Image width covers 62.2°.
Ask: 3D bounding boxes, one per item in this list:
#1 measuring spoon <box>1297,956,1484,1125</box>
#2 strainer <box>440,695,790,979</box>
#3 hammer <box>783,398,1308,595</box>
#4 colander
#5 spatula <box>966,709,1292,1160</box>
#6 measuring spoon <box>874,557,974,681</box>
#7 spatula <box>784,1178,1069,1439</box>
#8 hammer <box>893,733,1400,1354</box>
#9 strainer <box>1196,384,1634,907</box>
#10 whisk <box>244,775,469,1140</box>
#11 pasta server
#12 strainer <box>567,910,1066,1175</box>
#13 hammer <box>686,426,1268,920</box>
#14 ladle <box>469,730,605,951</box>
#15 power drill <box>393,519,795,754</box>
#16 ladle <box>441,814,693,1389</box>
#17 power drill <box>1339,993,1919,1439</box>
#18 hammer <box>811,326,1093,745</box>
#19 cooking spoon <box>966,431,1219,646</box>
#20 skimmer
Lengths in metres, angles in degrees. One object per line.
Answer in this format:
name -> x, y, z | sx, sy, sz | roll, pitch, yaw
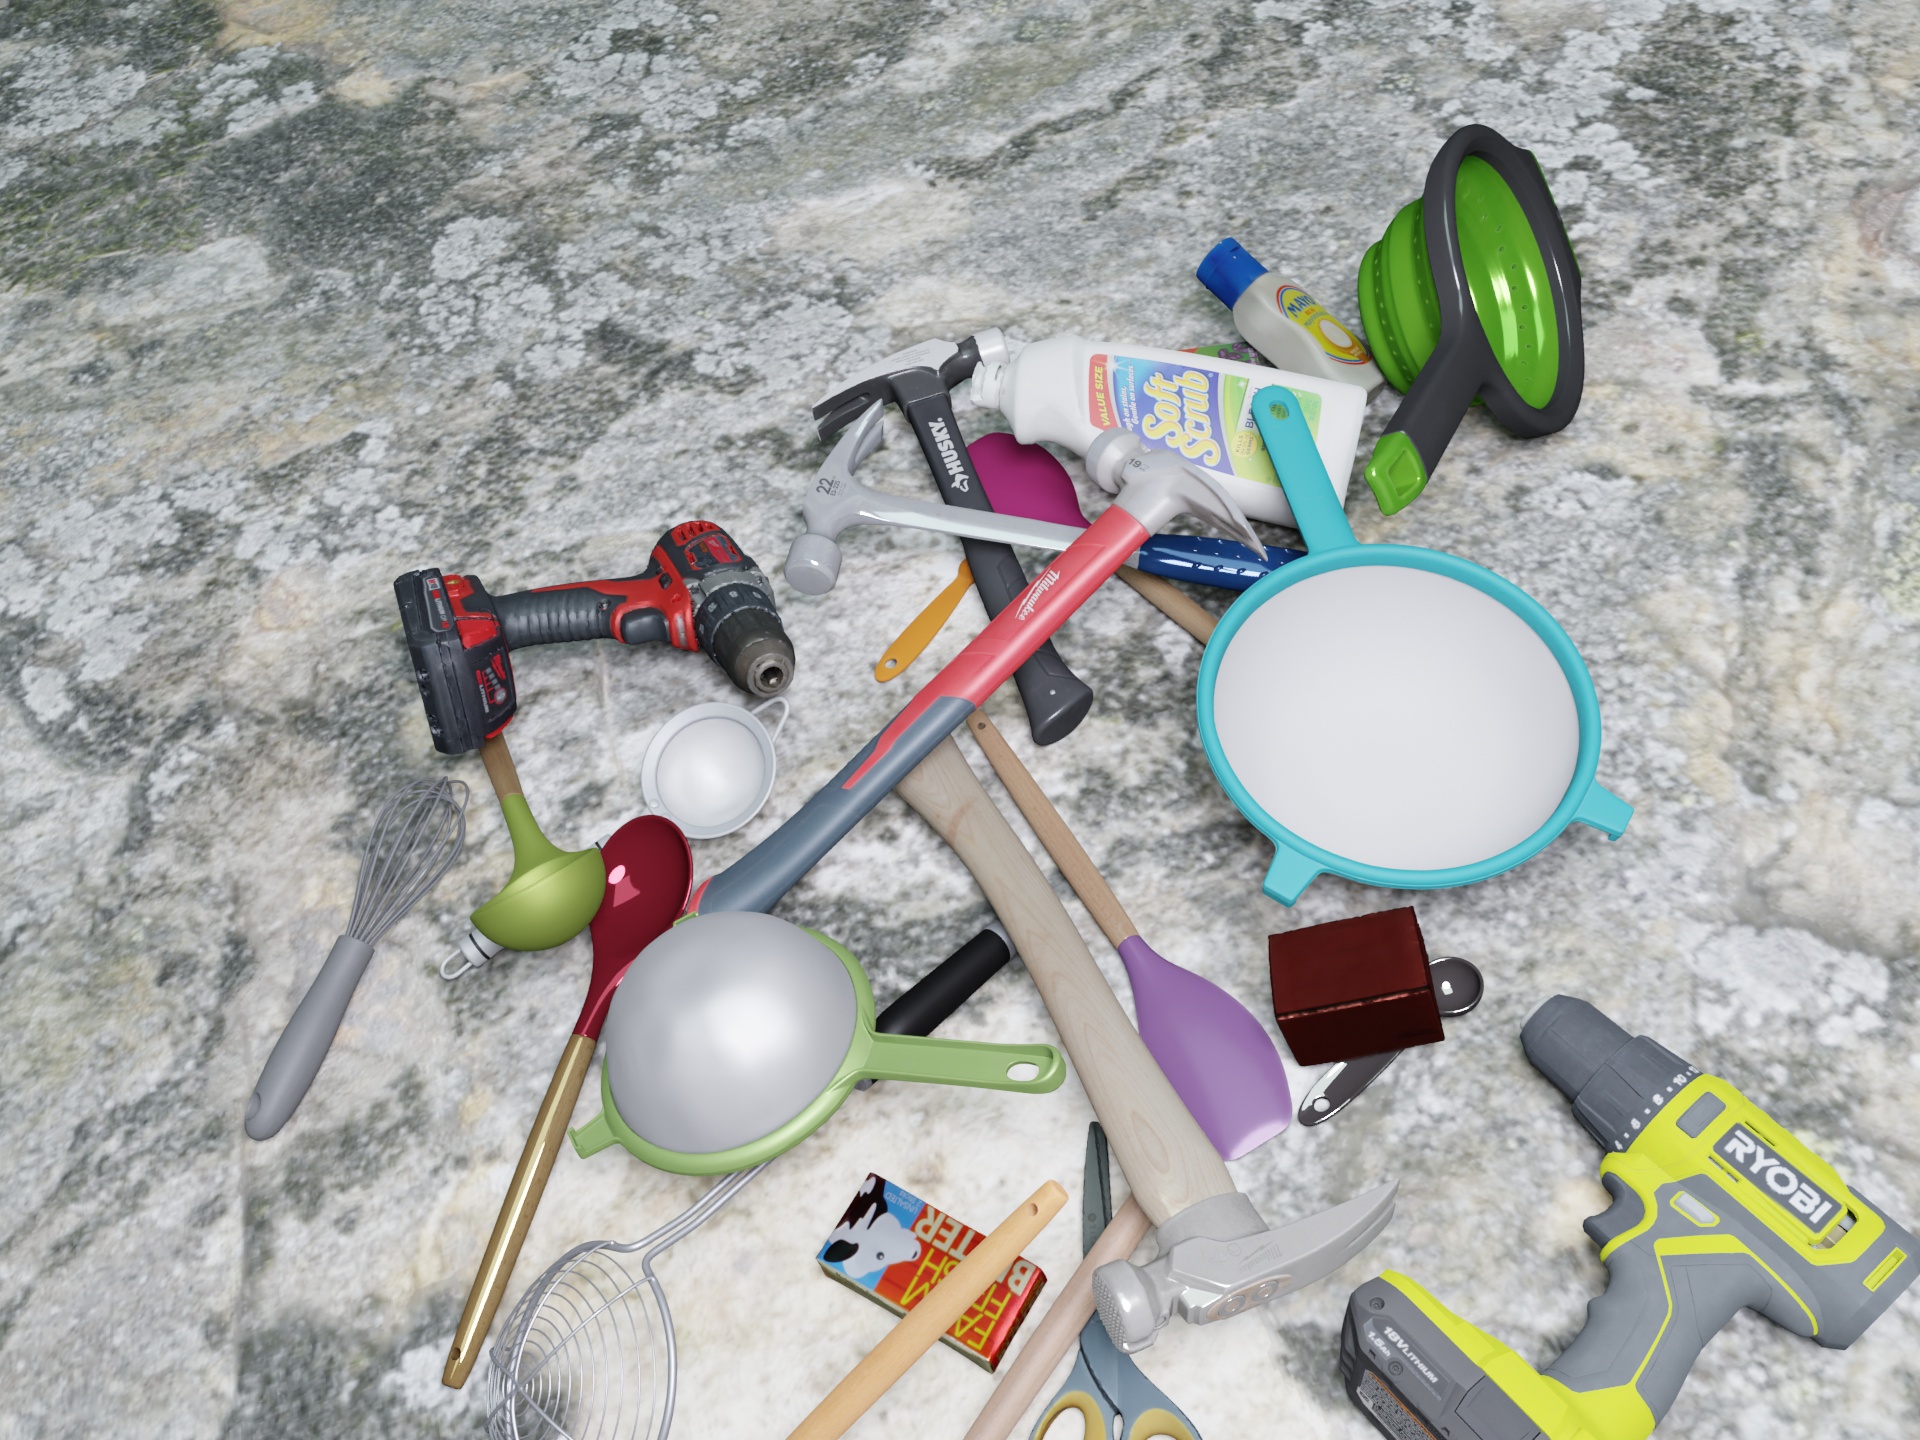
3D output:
measuring spoon -> 0.222, 0.170, 0.824 | 0.124, 0.018, 0.034 | -39, 44, -10
strainer -> -0.204, 0.073, 0.958 | 0.258, 0.050, 0.087 | -37, 68, -10
hammer -> 0.103, -0.113, 0.997 | 0.405, 0.035, 0.144 | 10, 58, 6
colander -> 0.291, -0.231, 1.001 | 0.094, 0.204, 0.397 | -12, 28, 41
spatula -> 0.083, 0.104, 0.893 | 0.060, 0.018, 0.316 | -32, 55, -5
measuring spoon -> -0.020, -0.069, 1.044 | 0.021, 0.011, 0.117 | 26, 62, 26
spatula -> -0.070, 0.321, 0.711 | 0.322, 0.041, 0.081 | -46, 56, 4
hammer -> 0.060, 0.124, 0.836 | 0.146, 0.038, 0.411 | -17, 43, -15
strainer -> 0.222, -0.041, 0.915 | 0.211, 0.095, 0.341 | -11, 58, -2
whisk -> -0.355, 0.134, 0.939 | 0.055, 0.055, 0.239 | 11, 61, 18
pasta server -> 0.020, 0.312, 0.726 | 0.060, 0.040, 0.316 | 28, 68, 29
strainer -> -0.075, 0.147, 0.781 | 0.256, 0.069, 0.152 | 0, 45, 25
hammer -> -0.001, -0.003, 0.900 | 0.386, 0.038, 0.143 | -45, 42, 0
ladle -> -0.284, 0.027, 0.971 | 0.078, 0.062, 0.321 | -28, 43, -8
power drill -> -0.221, -0.050, 0.987 | 0.226, 0.080, 0.188 | -15, 34, -18
ladle -> -0.213, 0.197, 0.863 | 0.069, 0.031, 0.316 | 4, 60, 24
power drill -> 0.282, 0.244, 0.718 | 0.228, 0.080, 0.191 | -35, 55, -18
hammer -> 0.007, -0.124, 1.050 | 0.146, 0.035, 0.335 | -18, 58, -4
cooking spoon -> 0.102, -0.108, 1.046 | 0.069, 0.017, 0.319 | -35, 55, -15
skimmer -> -0.089, 0.241, 0.815 | 0.363, 0.090, 0.127 | -38, 35, -30
